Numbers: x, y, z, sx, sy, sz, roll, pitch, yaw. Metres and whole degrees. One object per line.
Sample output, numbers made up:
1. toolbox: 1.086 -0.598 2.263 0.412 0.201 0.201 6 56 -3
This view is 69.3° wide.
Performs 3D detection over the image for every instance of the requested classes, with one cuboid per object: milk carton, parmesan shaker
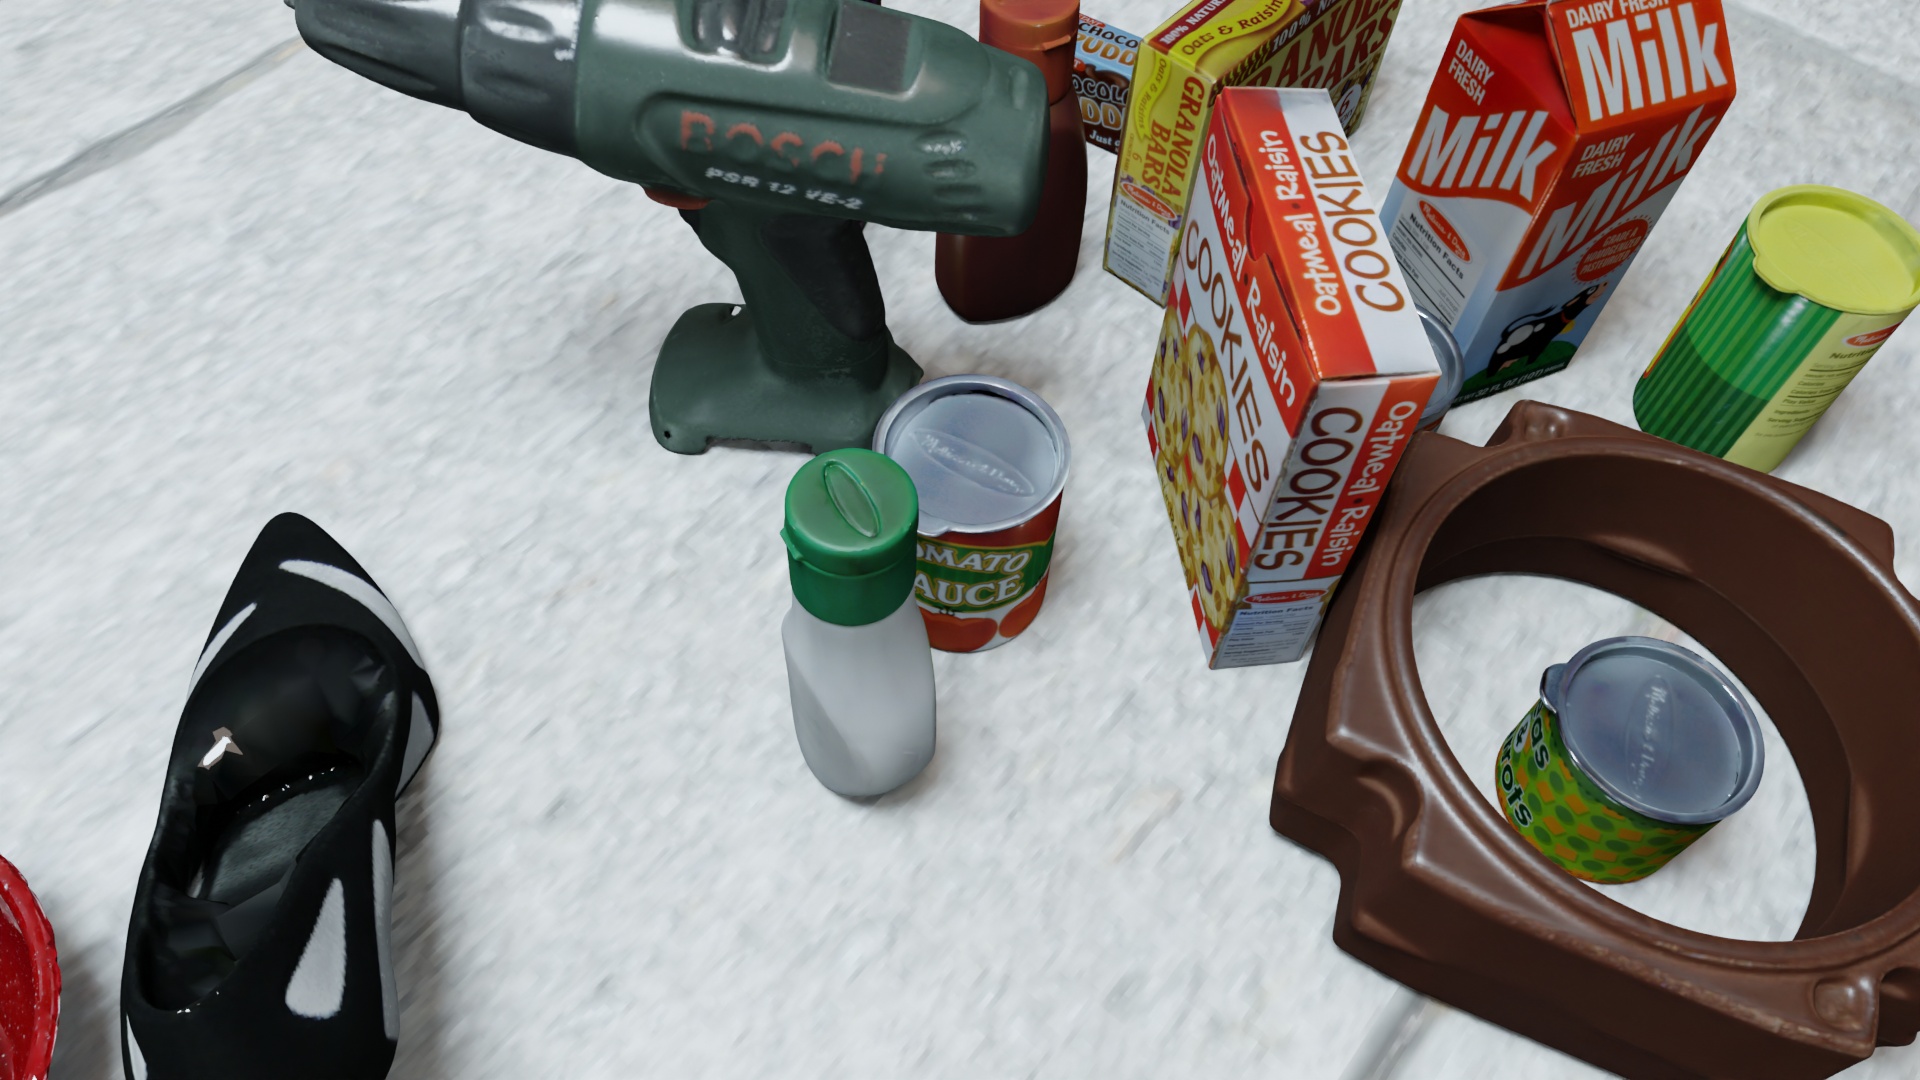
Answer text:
1. milk carton: 0.222 -0.143 0.534 0.072 0.189 0.074 -19 59 -14
2. parmesan shaker: 0.317 -0.079 0.548 0.071 0.102 0.071 1 56 -2

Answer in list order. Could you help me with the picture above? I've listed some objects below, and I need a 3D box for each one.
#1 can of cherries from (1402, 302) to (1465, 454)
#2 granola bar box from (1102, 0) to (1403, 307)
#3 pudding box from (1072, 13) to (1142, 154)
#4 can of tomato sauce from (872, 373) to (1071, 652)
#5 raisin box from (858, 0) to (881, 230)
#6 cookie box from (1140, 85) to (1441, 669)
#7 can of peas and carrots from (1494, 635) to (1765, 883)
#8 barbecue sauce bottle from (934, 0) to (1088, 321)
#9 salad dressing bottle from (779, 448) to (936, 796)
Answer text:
1. can of cherries: 0.156 -0.057 0.552 0.071 0.058 0.072 1 56 -2
2. granola bar box: 0.131 -0.197 0.605 0.039 0.123 0.166 36 62 20
3. pudding box: 0.077 -0.212 0.657 0.084 0.049 0.030 29 60 16
4. can of tomato sauce: 0.002 -0.006 0.496 0.071 0.082 0.071 1 56 -2
5. raisin box: -0.063 -0.174 0.581 0.040 0.122 0.086 15 57 8
6. cookie box: 0.103 -0.050 0.479 0.040 0.166 0.123 -5 57 -6
7. can of peas and carrots: 0.220 0.074 0.467 0.071 0.058 0.071 1 56 -2
8. barbecue sauce bottle: 0.023 -0.155 0.557 0.065 0.147 0.044 -26 61 -18
9. salad dressing bottle: -0.032 0.030 0.431 0.044 0.147 0.064 -24 61 -17
